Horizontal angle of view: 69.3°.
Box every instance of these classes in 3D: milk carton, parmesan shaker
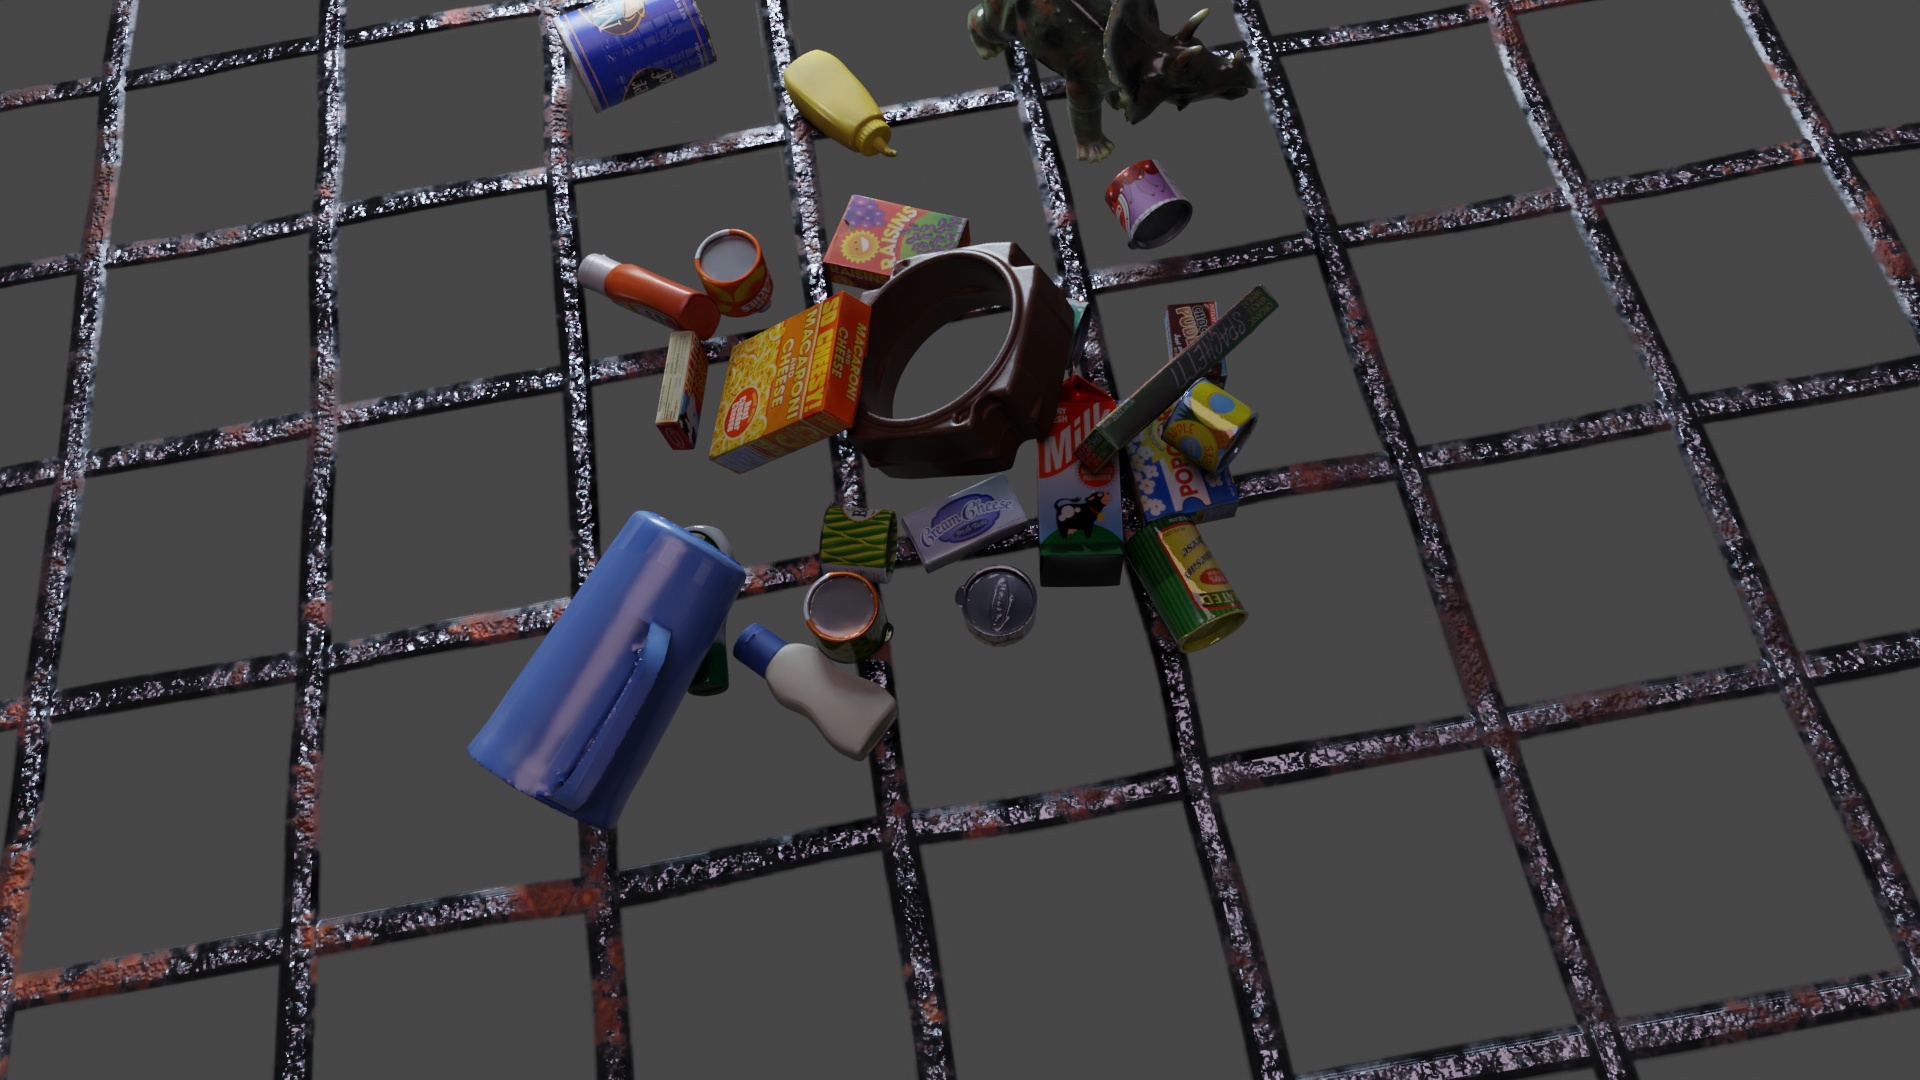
[{"bbox_3d":[0.104,-0.060,1.232,0.073,0.072,0.191,-1,65,3],"label":"milk carton"},{"bbox_3d":[0.189,0.036,1.183,0.071,0.071,0.103,-24,66,-6],"label":"parmesan shaker"}]

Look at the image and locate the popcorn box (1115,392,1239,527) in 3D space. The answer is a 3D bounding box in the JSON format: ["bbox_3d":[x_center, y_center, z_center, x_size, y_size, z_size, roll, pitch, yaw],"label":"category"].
[{"bbox_3d":[0.191,-0.074,1.251,0.085,0.038,0.127,-12,65,-2],"label":"popcorn box"}]

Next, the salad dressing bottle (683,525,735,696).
[{"bbox_3d":[-0.226,0.061,1.218,0.064,0.044,0.148,-12,66,6],"label":"salad dressing bottle"}]

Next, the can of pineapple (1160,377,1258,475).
[{"bbox_3d":[0.215,-0.097,1.201,0.058,0.070,0.071,37,73,17],"label":"can of pineapple"}]

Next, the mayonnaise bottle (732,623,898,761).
[{"bbox_3d":[-0.127,0.124,1.185,0.148,0.041,0.065,32,70,18],"label":"mayonnaise bottle"}]

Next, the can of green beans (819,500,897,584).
[{"bbox_3d":[-0.089,0.004,1.222,0.058,0.071,0.071,4,66,6],"label":"can of green beans"}]

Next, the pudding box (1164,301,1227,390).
[{"bbox_3d":[0.220,-0.181,1.301,0.050,0.030,0.084,-3,65,2],"label":"pudding box"}]

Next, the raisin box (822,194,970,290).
[{"bbox_3d":[-0.062,-0.285,1.367,0.123,0.040,0.086,15,68,12],"label":"raisin box"}]

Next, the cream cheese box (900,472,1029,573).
[{"bbox_3d":[0.004,-0.016,1.246,0.104,0.024,0.053,-24,66,-7],"label":"cream cheese box"}]

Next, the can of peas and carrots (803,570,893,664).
[{"bbox_3d":[-0.096,0.067,1.197,0.071,0.058,0.071,-2,66,4],"label":"can of peas and carrots"}]

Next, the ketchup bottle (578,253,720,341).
[{"bbox_3d":[-0.307,-0.241,1.356,0.149,0.064,0.043,25,86,24],"label":"ketchup bottle"}]

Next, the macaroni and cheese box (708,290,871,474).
[{"bbox_3d":[-0.154,-0.141,1.255,0.166,0.040,0.124,-17,57,43],"label":"macaroni and cheese box"}]

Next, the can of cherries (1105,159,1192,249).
[{"bbox_3d":[0.181,-0.326,1.352,0.071,0.071,0.058,-25,66,-7],"label":"can of cherries"}]

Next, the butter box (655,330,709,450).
[{"bbox_3d":[-0.261,-0.142,1.310,0.024,0.053,0.104,0,65,8],"label":"butter box"}]

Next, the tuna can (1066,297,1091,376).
[{"bbox_3d":[0.097,-0.191,1.297,0.033,0.070,0.071,16,68,12],"label":"tuna can"}]

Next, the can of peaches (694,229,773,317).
[{"bbox_3d":[-0.219,-0.260,1.358,0.071,0.058,0.071,-2,65,4],"label":"can of peaches"}]

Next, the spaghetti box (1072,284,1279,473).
[{"bbox_3d":[0.193,-0.146,1.220,0.029,0.050,0.251,47,60,3],"label":"spaghetti box"}]

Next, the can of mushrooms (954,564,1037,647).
[{"bbox_3d":[0.032,0.057,1.206,0.071,0.033,0.071,-2,66,4],"label":"can of mushrooms"}]

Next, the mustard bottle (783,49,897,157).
[{"bbox_3d":[-0.117,-0.441,1.438,0.065,0.048,0.160,-37,69,-11],"label":"mustard bottle"}]
